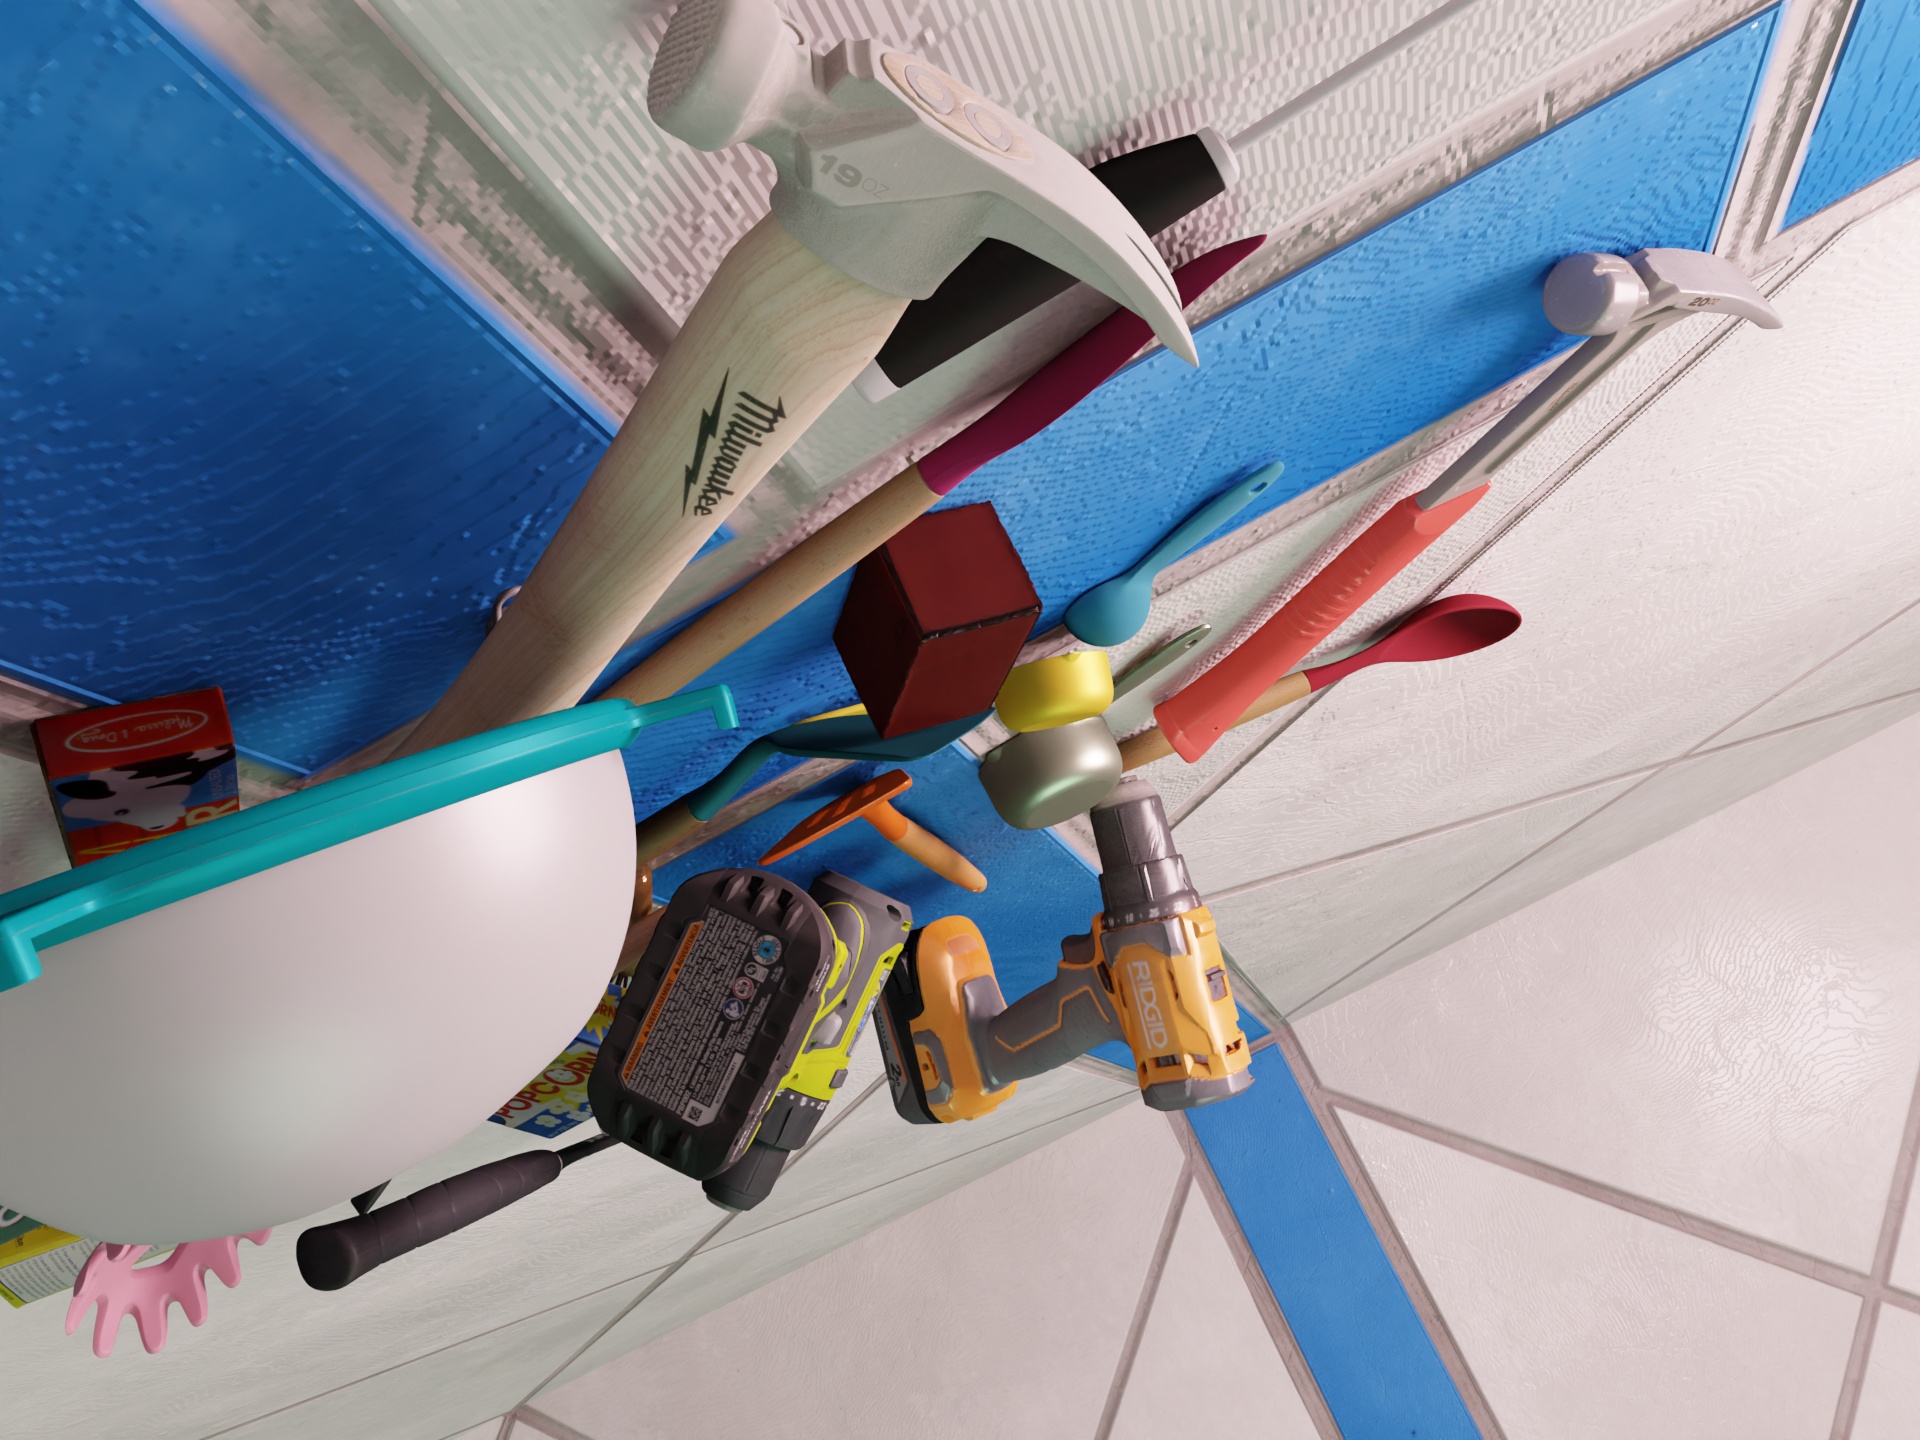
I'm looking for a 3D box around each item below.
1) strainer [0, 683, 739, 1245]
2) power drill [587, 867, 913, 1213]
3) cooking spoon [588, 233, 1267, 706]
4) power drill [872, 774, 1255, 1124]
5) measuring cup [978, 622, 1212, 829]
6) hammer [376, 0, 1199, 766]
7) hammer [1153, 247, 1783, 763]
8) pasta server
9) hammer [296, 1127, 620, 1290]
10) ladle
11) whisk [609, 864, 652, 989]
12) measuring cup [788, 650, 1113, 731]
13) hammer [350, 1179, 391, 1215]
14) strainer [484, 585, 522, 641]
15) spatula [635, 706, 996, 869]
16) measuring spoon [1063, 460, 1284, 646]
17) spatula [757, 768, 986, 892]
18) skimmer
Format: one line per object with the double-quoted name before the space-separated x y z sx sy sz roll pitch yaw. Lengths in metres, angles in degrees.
"strainer" -0.213 0.088 0.447 0.340 0.095 0.211 -20 -178 41
"power drill" -0.102 0.165 0.805 0.190 0.080 0.228 -65 168 -7
"cooking spoon" -0.030 -0.069 0.549 0.319 0.017 0.069 -33 -168 24
"power drill" 0.050 0.142 0.936 0.226 0.185 0.084 -18 173 36
"measuring cup" 0.078 0.008 0.834 0.083 0.038 0.167 -3 152 -45
"hammer" -0.112 -0.025 0.484 0.146 0.038 0.410 21 136 -32
"hammer" 0.216 -0.088 0.772 0.149 0.037 0.359 -8 152 -39
"pasta server" -0.255 0.175 0.727 0.316 0.040 0.060 -33 130 -12
"hammer" -0.229 0.254 0.913 0.149 0.036 0.408 -11 174 15
"ladle" 0.177 -0.011 0.923 0.315 0.031 0.069 -22 156 -5
"whisk" -0.179 0.134 0.849 0.051 0.047 0.244 -16 153 -20
"measuring cup" -0.001 -0.002 0.722 0.156 0.029 0.062 -13 174 -21
"hammer" -0.368 0.170 0.683 0.336 0.034 0.127 16 110 -56
"strainer" -0.171 0.030 0.607 0.087 0.050 0.258 -8 148 -22
"spatula" -0.129 0.060 0.703 0.317 0.044 0.082 -31 -178 26
"measuring spoon" 0.097 -0.068 0.700 0.042 0.021 0.128 -1 150 -47
"spatula" -0.026 0.071 0.867 0.081 0.041 0.322 -29 160 6
"skimmer" 0.138 -0.161 0.435 0.363 0.090 0.127 -28 -170 13
